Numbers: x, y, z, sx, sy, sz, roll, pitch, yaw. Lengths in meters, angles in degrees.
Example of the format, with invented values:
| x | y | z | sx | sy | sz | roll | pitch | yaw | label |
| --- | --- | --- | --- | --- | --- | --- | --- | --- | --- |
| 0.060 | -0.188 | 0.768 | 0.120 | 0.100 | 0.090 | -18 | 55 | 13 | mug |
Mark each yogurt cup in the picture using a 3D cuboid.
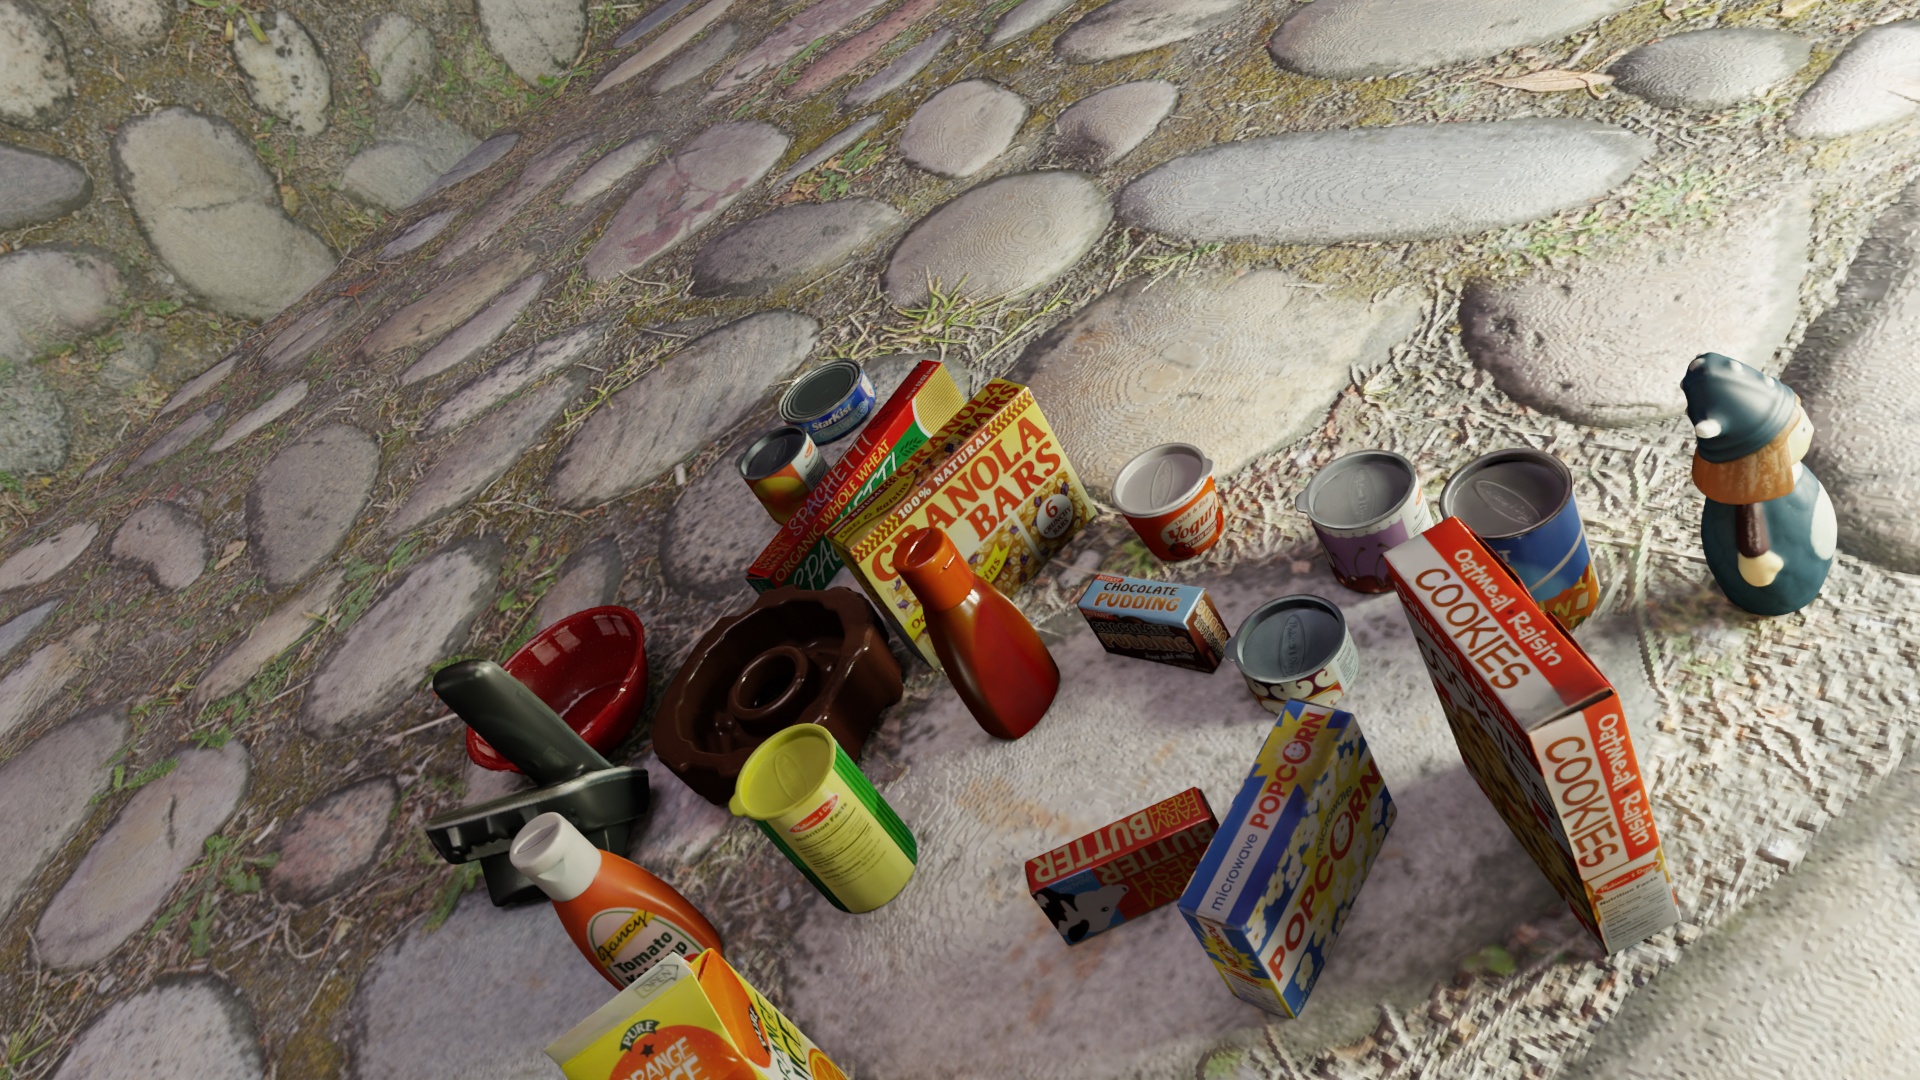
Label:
| x | y | z | sx | sy | sz | roll | pitch | yaw | label |
| --- | --- | --- | --- | --- | --- | --- | --- | --- | --- |
| 0.141 | -0.024 | 0.923 | 0.072 | 0.053 | 0.073 | -21 | 37 | 17 | yogurt cup |

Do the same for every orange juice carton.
| x | y | z | sx | sy | sz | roll | pitch | yaw | label |
| --- | --- | --- | --- | --- | --- | --- | --- | --- | --- |
| -0.109 | 0.263 | 0.652 | 0.072 | 0.192 | 0.073 | -35 | 35 | -3 | orange juice carton |

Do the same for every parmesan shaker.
| x | y | z | sx | sy | sz | roll | pitch | yaw | label |
| --- | --- | --- | --- | --- | --- | --- | --- | --- | --- |
| -0.080 | 0.167 | 0.821 | 0.071 | 0.102 | 0.072 | -21 | 37 | 17 | parmesan shaker |

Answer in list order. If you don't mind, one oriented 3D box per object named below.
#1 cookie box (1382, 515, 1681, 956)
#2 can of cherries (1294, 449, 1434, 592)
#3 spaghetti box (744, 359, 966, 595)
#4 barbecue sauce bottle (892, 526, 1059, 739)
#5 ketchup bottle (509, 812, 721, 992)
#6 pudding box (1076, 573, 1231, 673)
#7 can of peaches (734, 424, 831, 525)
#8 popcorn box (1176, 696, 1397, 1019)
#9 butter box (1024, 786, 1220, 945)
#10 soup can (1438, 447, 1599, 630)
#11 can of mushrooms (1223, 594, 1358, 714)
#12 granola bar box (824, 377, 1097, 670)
| x | y | z | sx | sy | sz | roll | pitch | yaw | label |
| --- | --- | --- | --- | --- | --- | --- | --- | --- | --- |
| 0.252 | 0.085 | 0.612 | 0.040 | 0.167 | 0.123 | -29 | 36 | 6 | cookie box |
| 0.242 | -0.011 | 0.827 | 0.071 | 0.058 | 0.072 | -21 | 37 | 17 | can of cherries |
| -0.080 | -0.045 | 1.118 | 0.028 | 0.050 | 0.251 | 8 | 52 | 43 | spaghetti box |
| 0.009 | 0.054 | 0.849 | 0.043 | 0.148 | 0.065 | 5 | 50 | 41 | barbecue sauce bottle |
| -0.205 | 0.216 | 0.818 | 0.065 | 0.148 | 0.044 | -35 | 35 | -3 | ketchup bottle |
| 0.119 | 0.050 | 0.856 | 0.083 | 0.049 | 0.030 | 8 | 52 | 43 | pudding box |
| -0.147 | -0.054 | 1.173 | 0.071 | 0.058 | 0.071 | -21 | 37 | 17 | can of peaches |
| 0.161 | 0.153 | 0.672 | 0.038 | 0.085 | 0.127 | 8 | 52 | 43 | popcorn box |
| 0.091 | 0.171 | 0.730 | 0.103 | 0.053 | 0.024 | -26 | 36 | 9 | butter box |
| 0.299 | 0.004 | 0.745 | 0.071 | 0.083 | 0.072 | -21 | 37 | 17 | soup can |
| 0.190 | 0.066 | 0.797 | 0.071 | 0.033 | 0.071 | -20 | 37 | 17 | can of mushrooms |
| 0.003 | -0.012 | 0.953 | 0.166 | 0.123 | 0.039 | -44 | 37 | -15 | granola bar box |
